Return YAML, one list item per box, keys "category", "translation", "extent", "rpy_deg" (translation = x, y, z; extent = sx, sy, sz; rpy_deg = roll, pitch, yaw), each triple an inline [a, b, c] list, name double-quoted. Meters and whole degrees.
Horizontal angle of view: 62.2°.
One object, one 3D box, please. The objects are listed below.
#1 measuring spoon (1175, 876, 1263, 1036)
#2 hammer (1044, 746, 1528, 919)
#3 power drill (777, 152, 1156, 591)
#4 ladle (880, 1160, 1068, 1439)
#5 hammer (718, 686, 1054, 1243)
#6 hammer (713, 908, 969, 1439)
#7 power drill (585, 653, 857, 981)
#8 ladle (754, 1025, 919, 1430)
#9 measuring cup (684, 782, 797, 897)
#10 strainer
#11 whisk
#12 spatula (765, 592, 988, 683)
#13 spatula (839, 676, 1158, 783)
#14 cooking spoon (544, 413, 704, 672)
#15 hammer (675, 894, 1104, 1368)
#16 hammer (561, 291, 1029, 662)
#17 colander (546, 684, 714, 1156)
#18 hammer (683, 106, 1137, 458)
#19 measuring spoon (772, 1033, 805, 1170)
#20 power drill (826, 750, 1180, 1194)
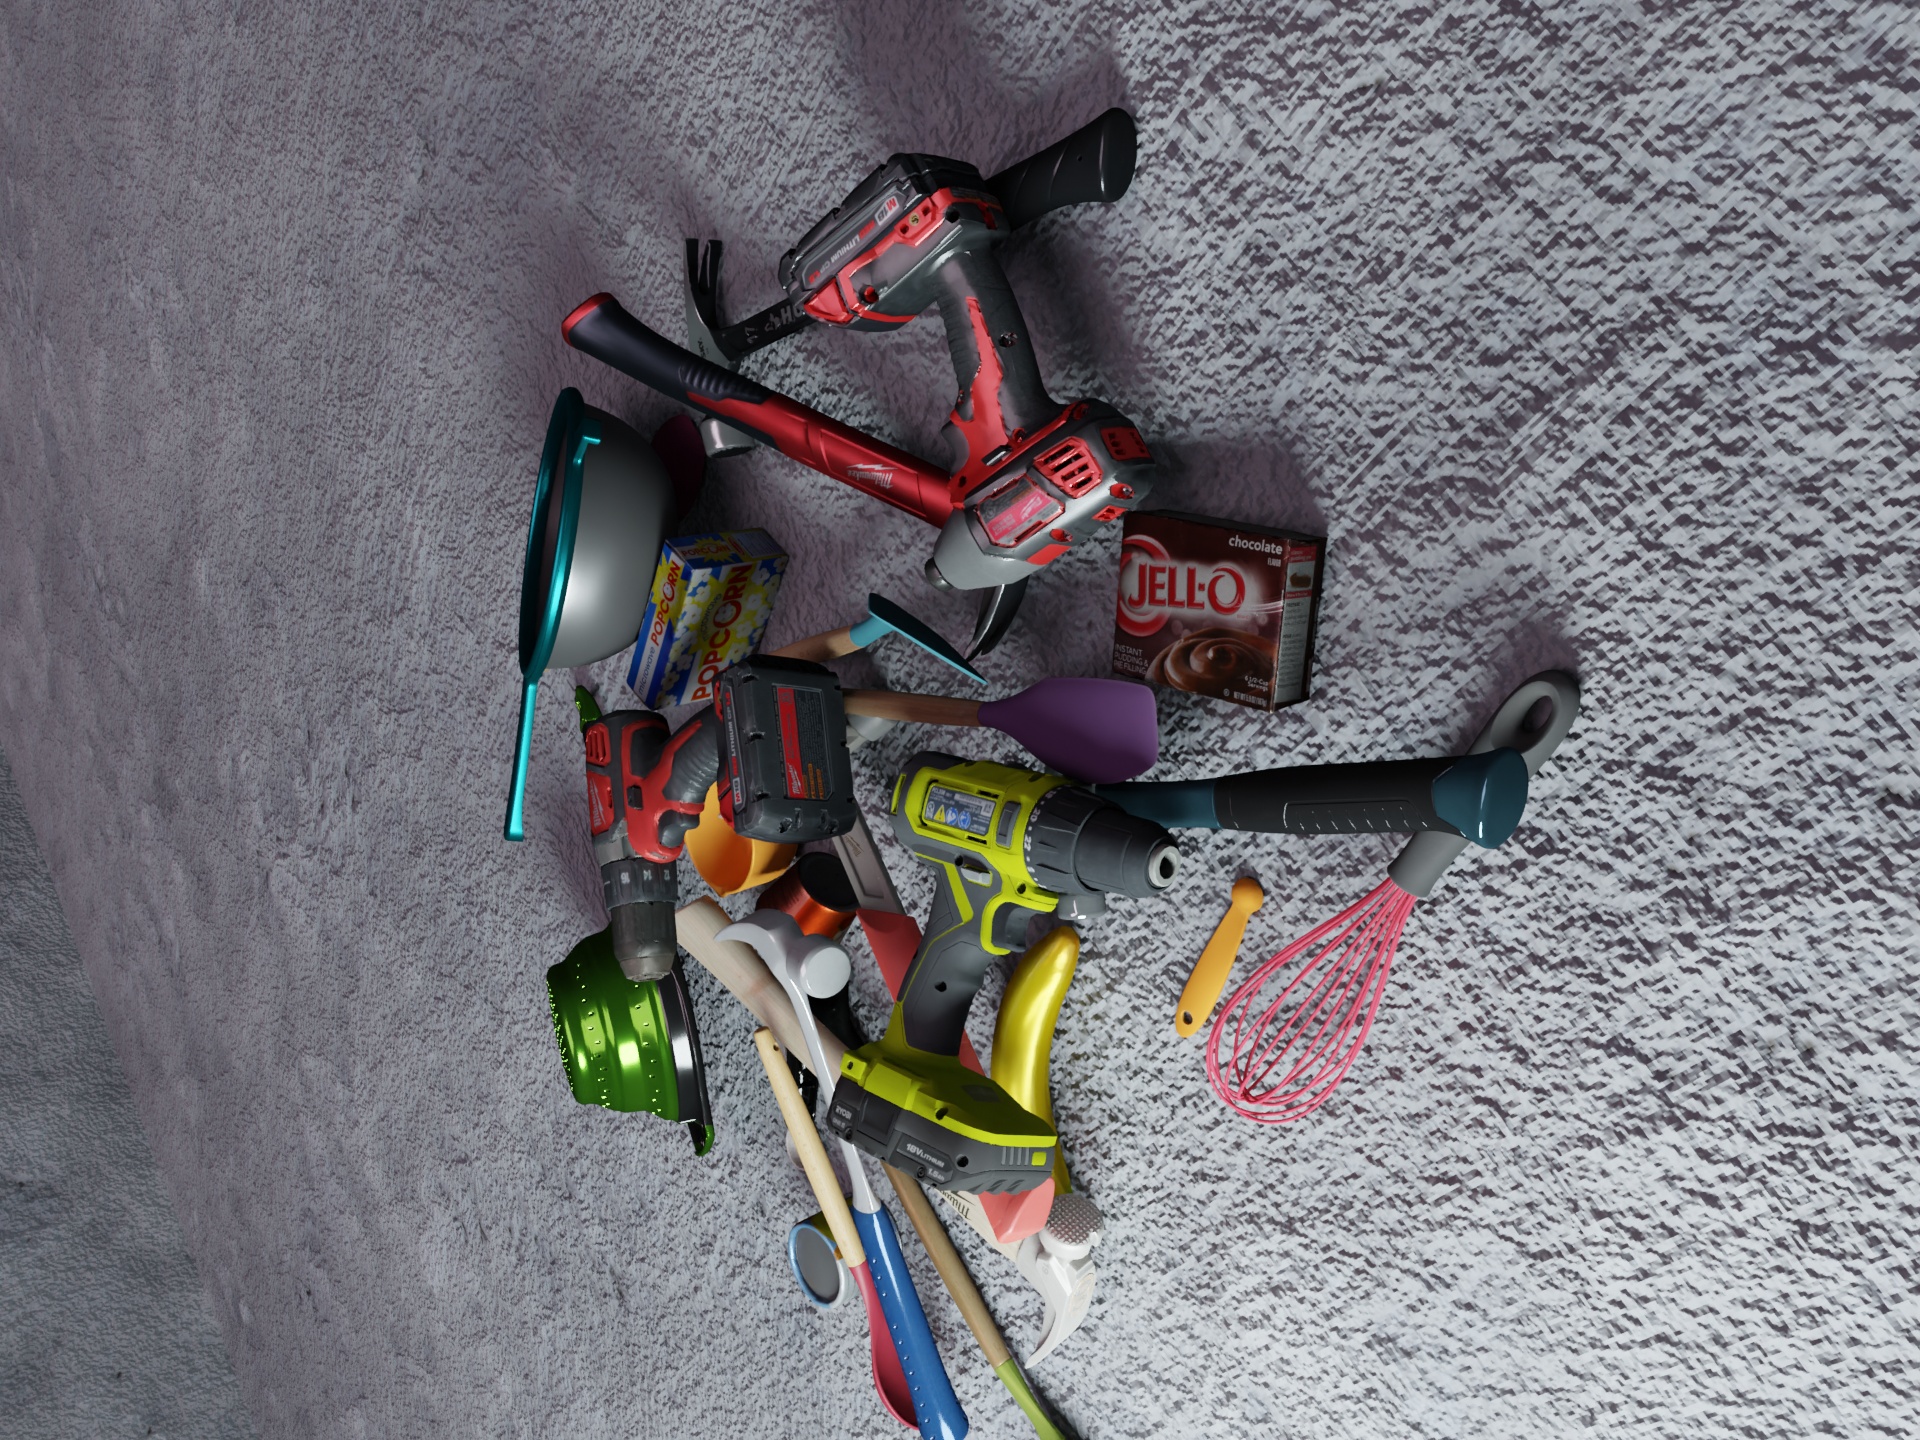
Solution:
- category: "measuring spoon"
  translation: [0.142, 0.136, 0.896]
  extent: [0.021, 0.011, 0.116]
  rpy_deg: [41, 127, 33]
- category: "hammer"
  translation: [0.147, 0.043, 0.815]
  extent: [0.331, 0.033, 0.128]
  rpy_deg: [-7, 89, 57]
- category: "power drill"
  translation: [-0.001, -0.182, 0.868]
  extent: [0.143, 0.078, 0.220]
  rpy_deg: [-33, 82, 33]
- category: "ladle"
  translation: [0.005, 0.420, 1.084]
  extent: [0.320, 0.062, 0.078]
  rpy_deg: [57, 150, 24]
- category: "hammer"
  translation: [-0.041, 0.159, 1.005]
  extent: [0.149, 0.036, 0.359]
  rpy_deg: [-39, 60, 22]
- category: "hammer"
  translation: [-0.066, 0.303, 1.037]
  extent: [0.144, 0.035, 0.405]
  rpy_deg: [17, 127, 57]
- category: "power drill"
  translation: [-0.170, 0.065, 1.050]
  extent: [0.227, 0.080, 0.188]
  rpy_deg: [-21, 70, 43]
- category: "ladle"
  translation: [-0.081, 0.356, 1.111]
  extent: [0.031, 0.069, 0.315]
  rpy_deg: [-16, 101, 26]
- category: "measuring cup"
  translation: [-0.188, 0.074, 1.205]
  extent: [0.174, 0.052, 0.095]
  rpy_deg: [12, 109, 47]
- category: "strainer"
  translation: [-0.270, -0.068, 1.169]
  extent: [0.211, 0.095, 0.340]
  rpy_deg: [-137, 56, -65]
- category: "whisk"
  translation: [0.210, 0.093, 0.784]
  extent: [0.073, 0.073, 0.295]
  rpy_deg: [46, 123, 29]
- category: "spatula"
  translation: [-0.082, -0.043, 1.025]
  extent: [0.317, 0.082, 0.044]
  rpy_deg: [-11, 52, 61]
- category: "spatula"
  translation: [-0.002, -0.003, 0.956]
  extent: [0.316, 0.018, 0.059]
  rpy_deg: [7, 104, 48]
- category: "cooking spoon"
  translation: [-0.279, -0.129, 1.274]
  extent: [0.318, 0.017, 0.069]
  rpy_deg: [-45, 67, 42]
- category: "hammer"
  translation: [-0.068, 0.257, 1.082]
  extent: [0.411, 0.038, 0.146]
  rpy_deg: [36, 136, 32]
- category: "hammer"
  translation: [-0.116, -0.176, 1.022]
  extent: [0.386, 0.038, 0.143]
  rpy_deg: [29, 122, 26]
- category: "colander"
  translation: [-0.293, 0.162, 1.272]
  extent: [0.204, 0.094, 0.397]
  rpy_deg: [123, 132, -64]
- category: "hammer"
  translation: [-0.050, -0.282, 0.981]
  extent: [0.409, 0.036, 0.149]
  rpy_deg: [-10, 91, 47]
- category: "measuring spoon"
  translation: [-0.128, 0.282, 1.224]
  extent: [0.034, 0.018, 0.124]
  rpy_deg: [-26, 74, 47]
- category: "power drill"
  translation: [0.021, 0.138, 0.882]
  extent: [0.191, 0.080, 0.228]
  rpy_deg: [13, 87, 45]
